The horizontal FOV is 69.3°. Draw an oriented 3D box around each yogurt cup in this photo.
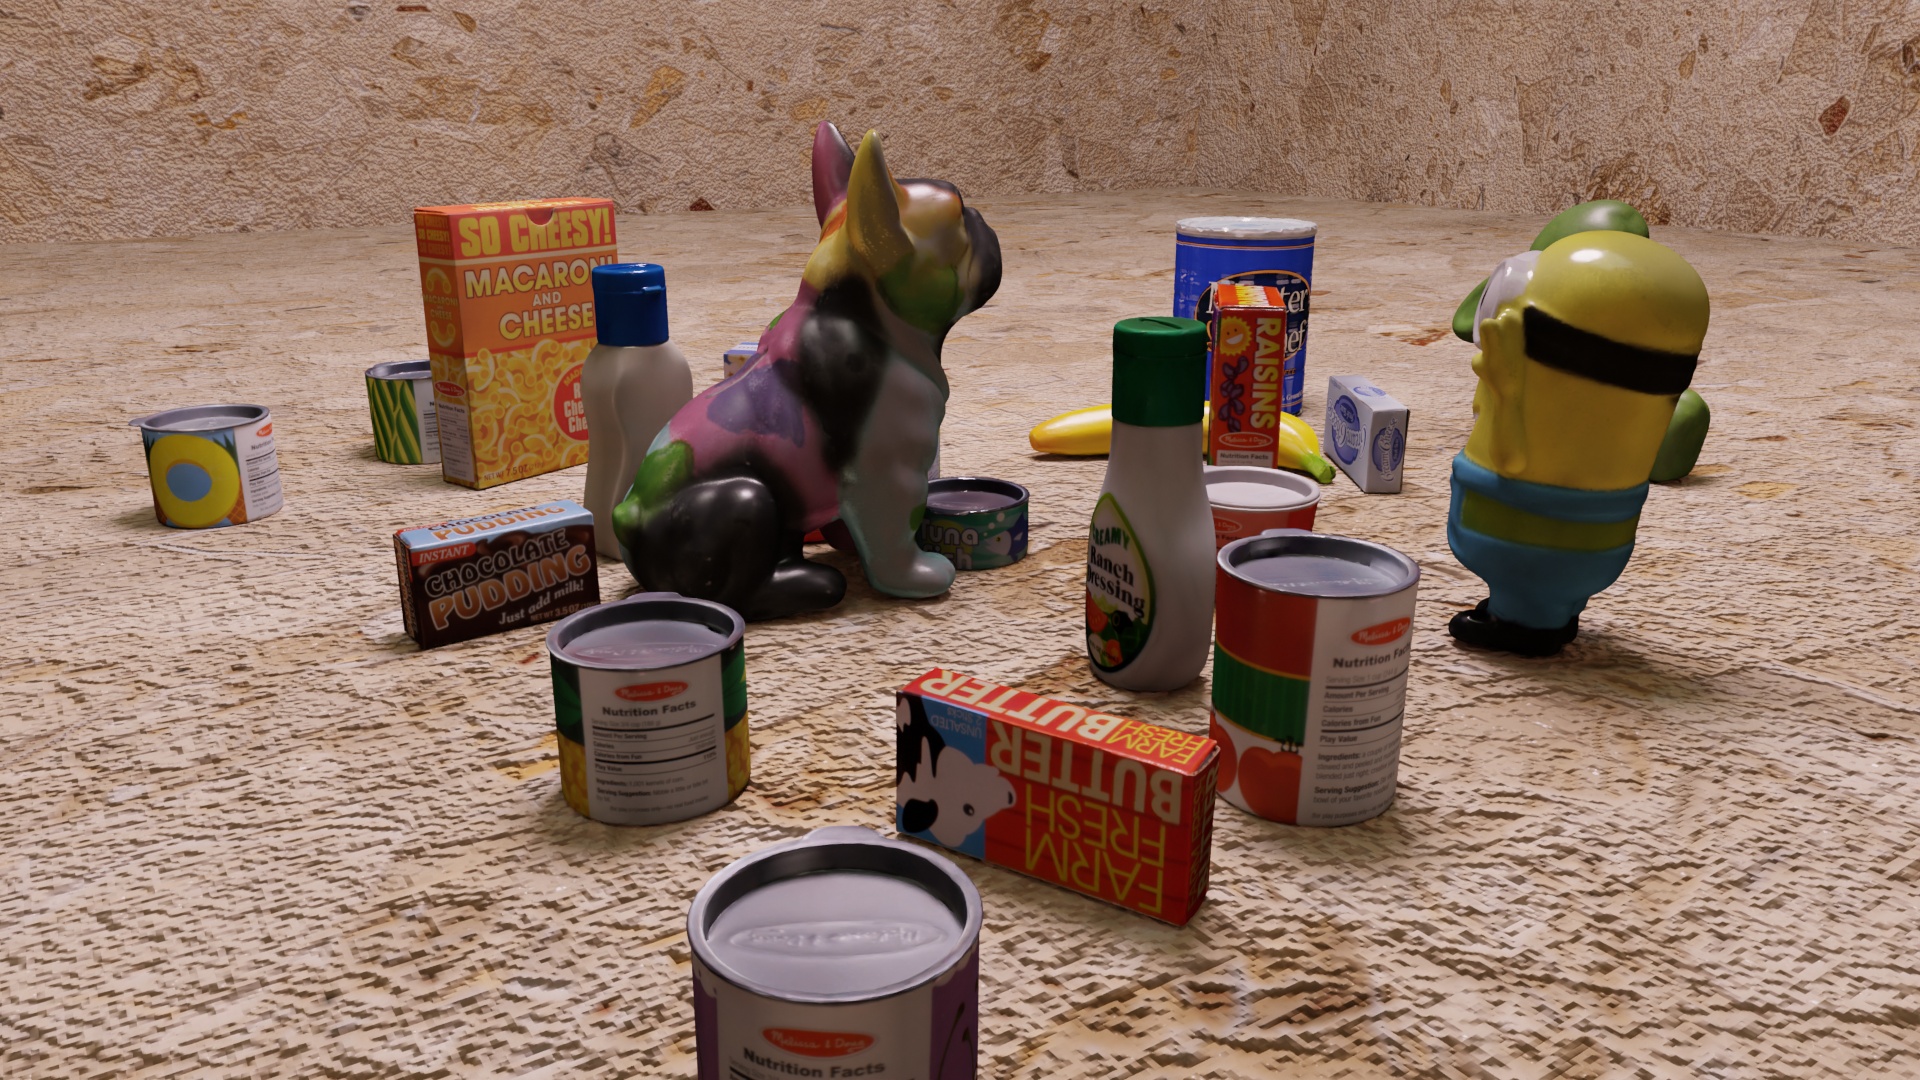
[{"bbox_3d":[0.137,-0.002,0.671,0.072,0.053,0.072,0,18,0],"label":"yogurt cup"}]

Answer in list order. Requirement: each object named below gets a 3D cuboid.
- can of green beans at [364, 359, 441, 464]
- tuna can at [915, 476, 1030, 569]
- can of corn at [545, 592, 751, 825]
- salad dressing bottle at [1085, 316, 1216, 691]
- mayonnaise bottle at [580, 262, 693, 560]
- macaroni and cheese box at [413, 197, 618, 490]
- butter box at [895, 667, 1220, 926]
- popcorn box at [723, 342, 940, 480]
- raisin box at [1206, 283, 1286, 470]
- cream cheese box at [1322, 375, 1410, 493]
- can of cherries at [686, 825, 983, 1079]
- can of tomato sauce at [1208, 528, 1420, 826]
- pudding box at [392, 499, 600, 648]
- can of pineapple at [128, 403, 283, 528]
[{"bbox_3d":[-0.356,-0.086,0.921,0.071,0.057,0.071,0,18,0],"label":"can of green beans"},{"bbox_3d":[0.003,-0.009,0.727,0.071,0.032,0.071,0,18,0],"label":"tuna can"},{"bbox_3d":[-0.107,0.057,0.483,0.071,0.058,0.071,0,18,0],"label":"can of corn"},{"bbox_3d":[0.077,-0.014,0.559,0.044,0.147,0.064,-8,19,-23],"label":"salad dressing bottle"},{"bbox_3d":[-0.167,-0.067,0.720,0.041,0.147,0.065,14,22,38],"label":"mayonnaise bottle"},{"bbox_3d":[-0.270,-0.127,0.873,0.040,0.165,0.124,12,21,34],"label":"macaroni and cheese box"},{"bbox_3d":[0.028,0.077,0.429,0.103,0.053,0.024,11,21,31],"label":"butter box"},{"bbox_3d":[-0.078,-0.074,0.842,0.127,0.085,0.038,3,18,9],"label":"popcorn box"},{"bbox_3d":[0.163,-0.081,0.801,0.040,0.123,0.086,3,18,9],"label":"raisin box"},{"bbox_3d":[0.255,-0.069,0.878,0.024,0.053,0.104,0,18,0],"label":"cream cheese box"},{"bbox_3d":[-0.028,0.109,0.323,0.071,0.058,0.072,0,18,0],"label":"can of cherries"},{"bbox_3d":[0.119,0.045,0.479,0.071,0.082,0.071,0,18,0],"label":"can of tomato sauce"},{"bbox_3d":[-0.208,0.013,0.629,0.084,0.049,0.030,-13,22,-35],"label":"pudding box"},{"bbox_3d":[-0.426,-0.043,0.789,0.071,0.057,0.071,0,18,0],"label":"can of pineapple"}]
